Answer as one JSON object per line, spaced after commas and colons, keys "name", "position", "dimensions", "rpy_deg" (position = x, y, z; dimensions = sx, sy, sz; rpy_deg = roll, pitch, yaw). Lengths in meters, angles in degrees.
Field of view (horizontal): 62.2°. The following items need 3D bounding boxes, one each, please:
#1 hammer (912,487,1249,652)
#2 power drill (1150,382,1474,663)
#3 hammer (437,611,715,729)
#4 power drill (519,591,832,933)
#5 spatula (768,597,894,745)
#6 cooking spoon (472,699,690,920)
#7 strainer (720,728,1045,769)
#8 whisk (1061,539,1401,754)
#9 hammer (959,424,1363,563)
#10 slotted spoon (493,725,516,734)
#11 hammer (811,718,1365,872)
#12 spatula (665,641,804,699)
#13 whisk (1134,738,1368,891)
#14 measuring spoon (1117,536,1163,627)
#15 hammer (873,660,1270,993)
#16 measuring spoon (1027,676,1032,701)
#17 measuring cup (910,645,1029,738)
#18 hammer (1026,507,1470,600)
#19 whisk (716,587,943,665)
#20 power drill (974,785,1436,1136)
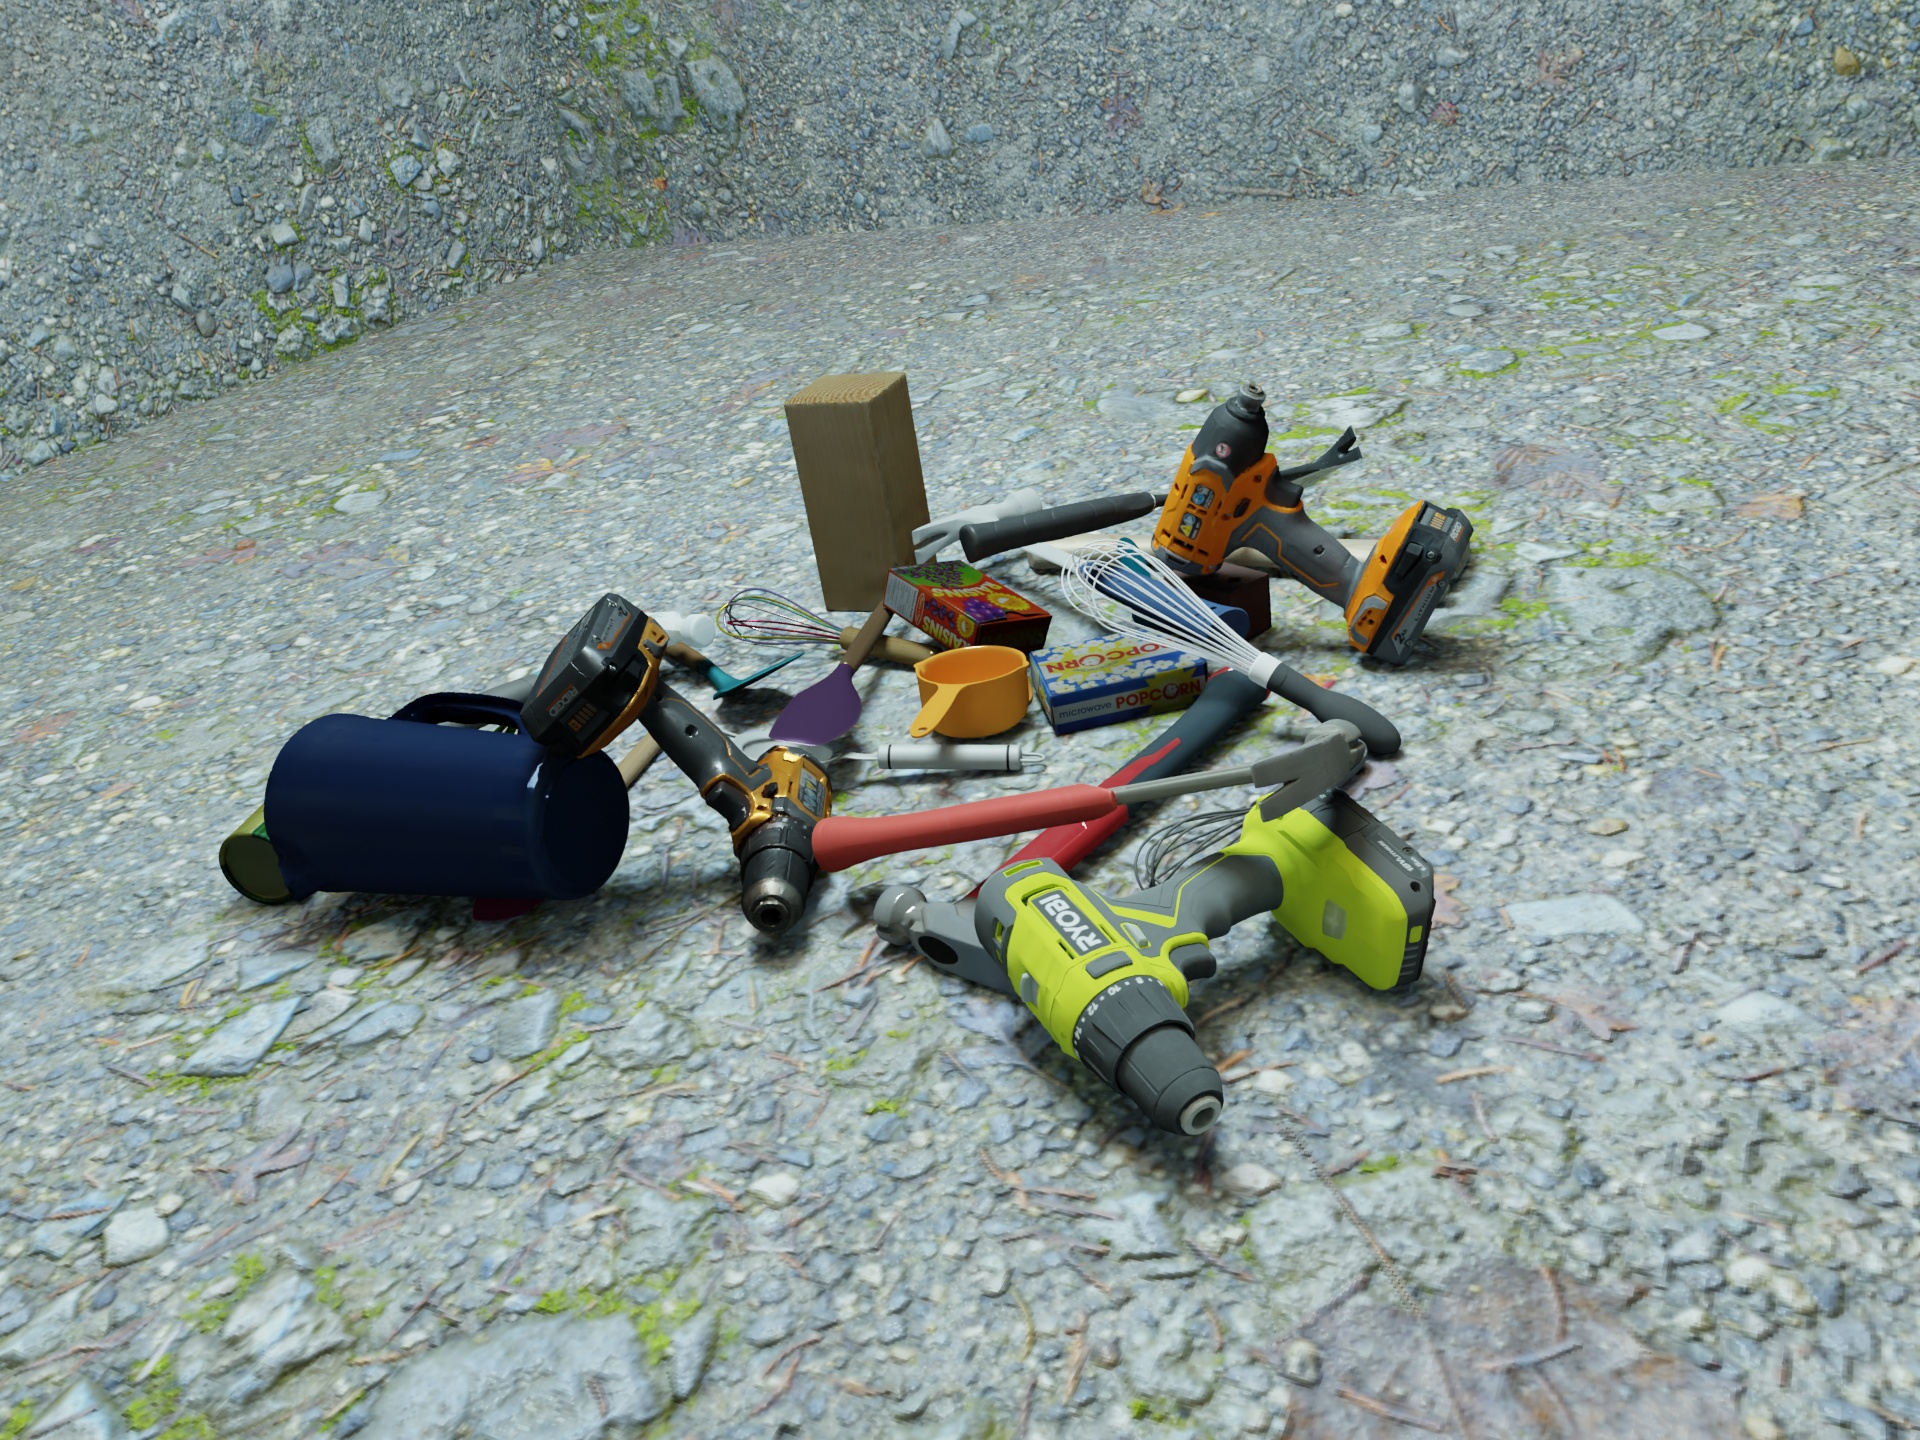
{"name": "hammer", "position": [0.101, -0.130, 1.377], "dimensions": [0.144, 0.035, 0.406], "rpy_deg": [-21, 28, -22]}
{"name": "power drill", "position": [0.274, -0.156, 1.238], "dimensions": [0.226, 0.164, 0.084], "rpy_deg": [27, 42, 11]}
{"name": "hammer", "position": [-0.367, -0.025, 1.336], "dimensions": [0.128, 0.033, 0.331], "rpy_deg": [5, 26, 41]}
{"name": "power drill", "position": [-0.179, 0.035, 1.062], "dimensions": [0.084, 0.226, 0.185], "rpy_deg": [-43, 21, 18]}
{"name": "spatula", "position": [-0.086, -0.051, 1.315], "dimensions": [0.060, 0.018, 0.316], "rpy_deg": [8, 27, 9]}
{"name": "cooking spoon", "position": [-0.280, 0.063, 1.236], "dimensions": [0.069, 0.017, 0.319], "rpy_deg": [-6, 27, 21]}
{"name": "strainer", "position": [-0.065, 0.030, 1.203], "dimensions": [0.258, 0.050, 0.087], "rpy_deg": [0, 16, 8]}
{"name": "whisk", "position": [0.195, -0.052, 1.168], "dimensions": [0.285, 0.070, 0.070], "rpy_deg": [33, 44, 20]}
{"name": "hammer", "position": [0.171, -0.186, 1.354], "dimensions": [0.409, 0.036, 0.149], "rpy_deg": [-16, -5, -32]}
{"name": "slotted spoon", "position": [-0.360, -0.037, 1.451], "dimensions": [0.070, 0.031, 0.314], "rpy_deg": [-2, 26, 6]}
{"name": "hammer", "position": [0.051, 0.054, 0.952], "dimensions": [0.359, 0.037, 0.149], "rpy_deg": [-12, 3, 33]}
{"name": "spatula", "position": [-0.246, -0.066, 1.448], "dimensions": [0.082, 0.044, 0.318], "rpy_deg": [-28, 31, -25]}
{"name": "whisk", "position": [0.198, 0.060, 1.047], "dimensions": [0.055, 0.055, 0.239], "rpy_deg": [17, 33, 42]}
{"name": "measuring spoon", "position": [0.160, -0.130, 1.414], "dimensions": [0.042, 0.021, 0.129], "rpy_deg": [-16, 44, 0]}
{"name": "hammer", "position": [0.118, 0.058, 1.085], "dimensions": [0.143, 0.038, 0.386], "rpy_deg": [15, 36, 38]}
{"name": "measuring spoon", "position": [0.043, -0.040, 1.334], "dimensions": [0.021, 0.011, 0.117], "rpy_deg": [5, 28, -11]}
{"name": "measuring cup", "position": [-0.002, -0.004, 1.219], "dimensions": [0.095, 0.052, 0.174], "rpy_deg": [0, 24, 20]}
{"name": "hammer", "position": [0.253, -0.158, 1.461], "dimensions": [0.411, 0.038, 0.146], "rpy_deg": [5, 29, 28]}
{"name": "whisk", "position": [-0.121, -0.074, 1.425], "dimensions": [0.245, 0.051, 0.047], "rpy_deg": [14, 25, 30]}
{"name": "power drill", "position": [0.145, 0.125, 0.876], "dimensions": [0.228, 0.080, 0.191], "rpy_deg": [-17, 37, -22]}
